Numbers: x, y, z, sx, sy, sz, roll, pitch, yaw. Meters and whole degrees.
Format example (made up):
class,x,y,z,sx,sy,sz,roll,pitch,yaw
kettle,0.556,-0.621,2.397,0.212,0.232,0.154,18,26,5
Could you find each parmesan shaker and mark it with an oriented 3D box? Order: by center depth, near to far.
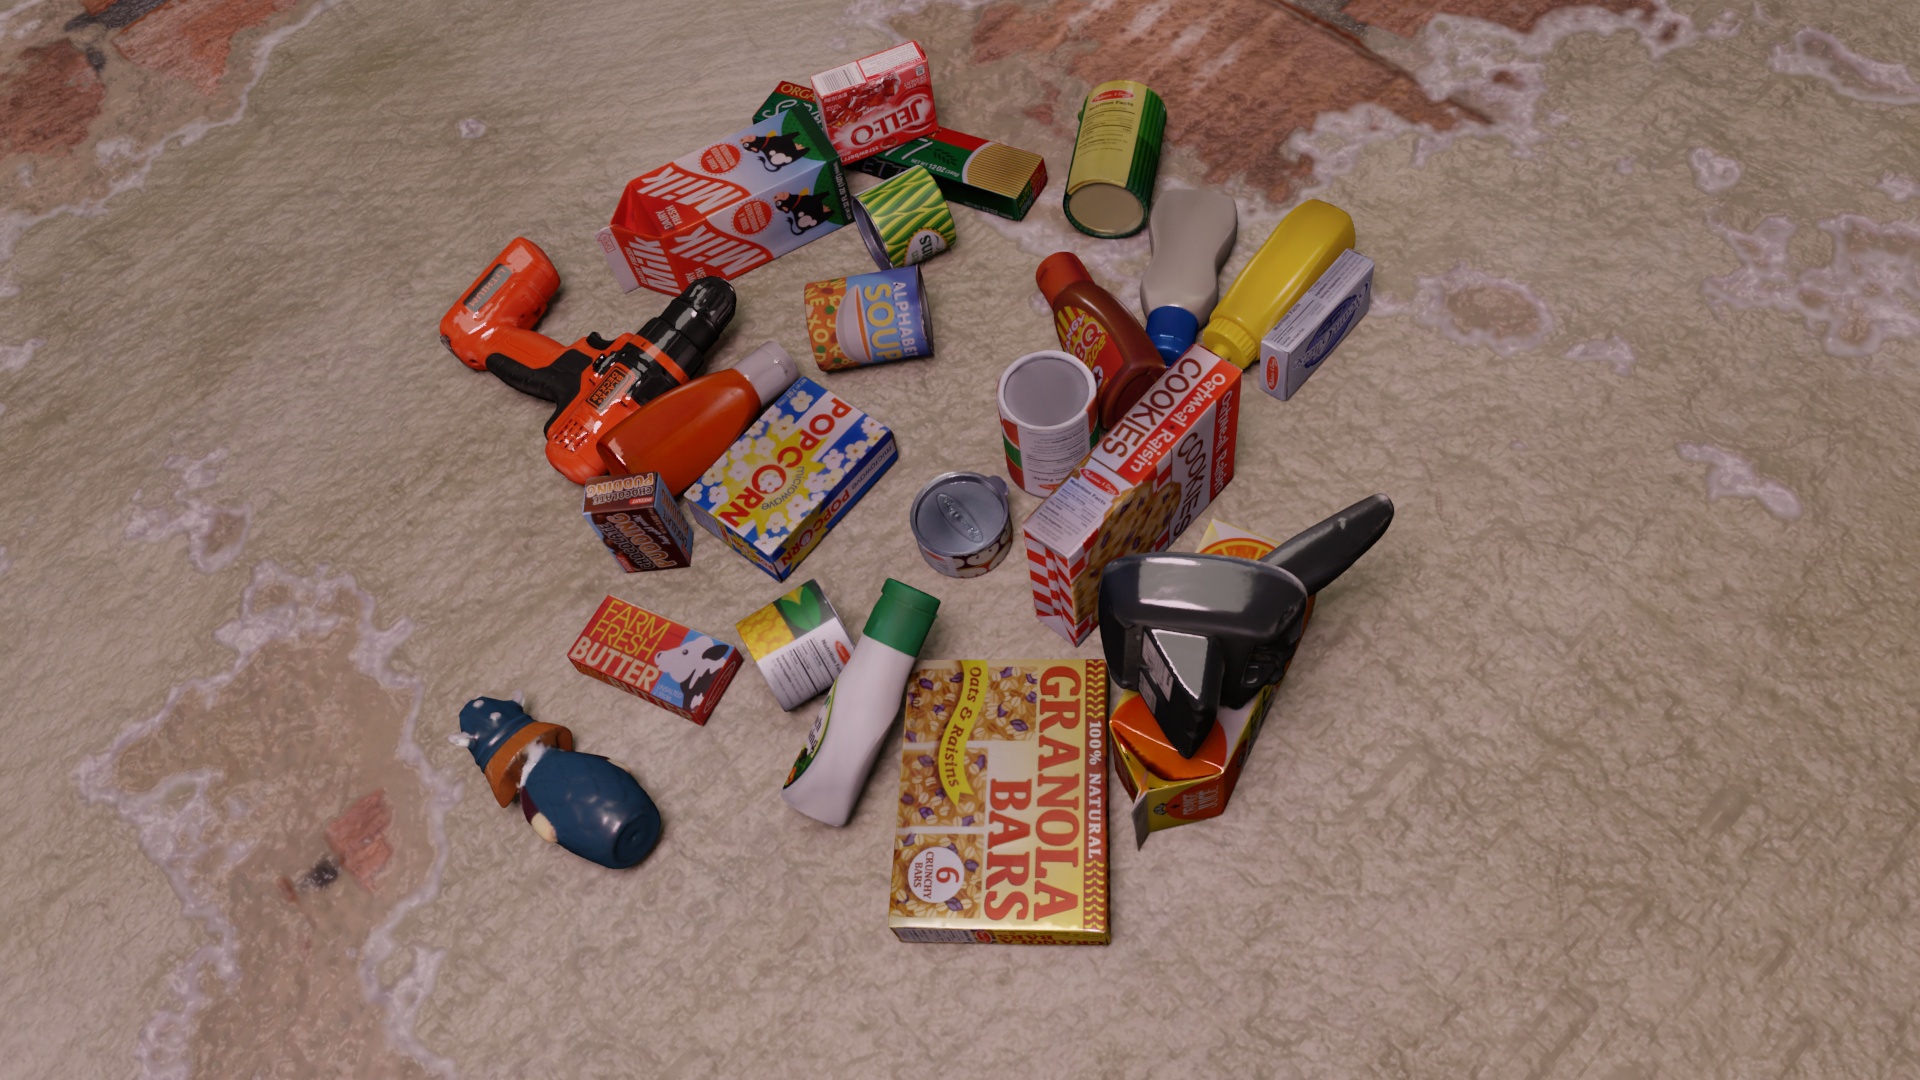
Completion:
class,x,y,z,sx,sy,sz,roll,pitch,yaw
parmesan shaker,0.115,-0.289,1.058,0.071,0.071,0.103,7,62,12

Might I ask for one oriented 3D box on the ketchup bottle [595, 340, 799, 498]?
class,x,y,z,sx,sy,sz,roll,pitch,yaw
ketchup bottle,-0.181,-0.087,0.986,0.149,0.064,0.043,-40,18,-22

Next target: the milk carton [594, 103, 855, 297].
class,x,y,z,sx,sy,sz,roll,pitch,yaw
milk carton,-0.185,-0.255,1.076,0.191,0.072,0.074,-27,59,-8

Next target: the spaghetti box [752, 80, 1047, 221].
class,x,y,z,sx,sy,sz,roll,pitch,yaw
spaghetti box,-0.053,-0.316,1.119,0.250,0.028,0.050,22,65,19

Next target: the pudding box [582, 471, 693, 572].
class,x,y,z,sx,sy,sz,roll,pitch,yaw
pudding box,-0.215,-0.012,0.929,0.050,0.083,0.030,-5,60,5

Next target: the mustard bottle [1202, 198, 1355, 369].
class,x,y,z,sx,sy,sz,roll,pitch,yaw
mustard bottle,0.214,-0.168,0.974,0.049,0.065,0.160,34,74,28

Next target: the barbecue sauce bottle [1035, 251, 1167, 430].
class,x,y,z,sx,sy,sz,roll,pitch,yaw
barbecue sauce bottle,0.095,-0.147,0.981,0.044,0.064,0.149,-1,46,-25

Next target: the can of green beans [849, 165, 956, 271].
class,x,y,z,sx,sy,sz,roll,pitch,yaw
can of green beans,-0.043,-0.242,1.052,0.058,0.071,0.071,-27,60,-9

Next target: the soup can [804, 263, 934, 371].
class,x,y,z,sx,sy,sz,roll,pitch,yaw
soup can,-0.066,-0.159,1.004,0.084,0.071,0.071,-9,59,4

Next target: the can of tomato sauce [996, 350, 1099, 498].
class,x,y,z,sx,sy,sz,roll,pitch,yaw
can of tomato sauce,0.060,-0.079,0.930,0.071,0.082,0.071,-3,60,6

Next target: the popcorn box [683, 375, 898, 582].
class,x,y,z,sx,sy,sz,roll,pitch,yaw
popcorn box,-0.116,-0.045,0.961,0.085,0.038,0.127,33,69,23

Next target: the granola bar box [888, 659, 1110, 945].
class,x,y,z,sx,sy,sz,roll,pitch,yaw
granola bar box,0.026,0.153,0.824,0.124,0.039,0.166,-1,59,8

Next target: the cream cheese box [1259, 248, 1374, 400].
class,x,y,z,sx,sy,sz,roll,pitch,yaw
cream cheese box,0.247,-0.150,0.963,0.024,0.053,0.104,35,70,26

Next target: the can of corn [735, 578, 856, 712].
class,x,y,z,sx,sy,sz,roll,pitch,yaw
can of corn,-0.103,0.065,0.880,0.058,0.071,0.071,-30,60,-9

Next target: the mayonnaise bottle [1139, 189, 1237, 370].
class,x,y,z,sx,sy,sz,roll,pitch,yaw
mayonnaise bottle,0.160,-0.187,1.006,0.065,0.041,0.149,9,62,13

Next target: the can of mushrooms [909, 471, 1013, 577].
class,x,y,z,sx,sy,sz,roll,pitch,yaw
can of mushrooms,0.003,-0.012,0.928,0.071,0.033,0.071,-4,59,7

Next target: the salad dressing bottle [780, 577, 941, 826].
class,x,y,z,sx,sy,sz,roll,pitch,yaw
salad dressing bottle,-0.058,0.096,0.836,0.044,0.064,0.147,25,88,-5

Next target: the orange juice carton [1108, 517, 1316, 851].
class,x,y,z,sx,sy,sz,roll,pitch,yaw
orange juice carton,0.144,0.090,0.825,0.073,0.071,0.193,22,65,20

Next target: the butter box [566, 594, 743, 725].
class,x,y,z,sx,sy,sz,roll,pitch,yaw
butter box,-0.200,0.077,0.910,0.103,0.024,0.053,20,64,18

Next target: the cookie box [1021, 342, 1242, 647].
class,x,y,z,sx,sy,sz,roll,pitch,yaw
cookie box,0.109,-0.028,0.870,0.040,0.122,0.168,36,71,24
